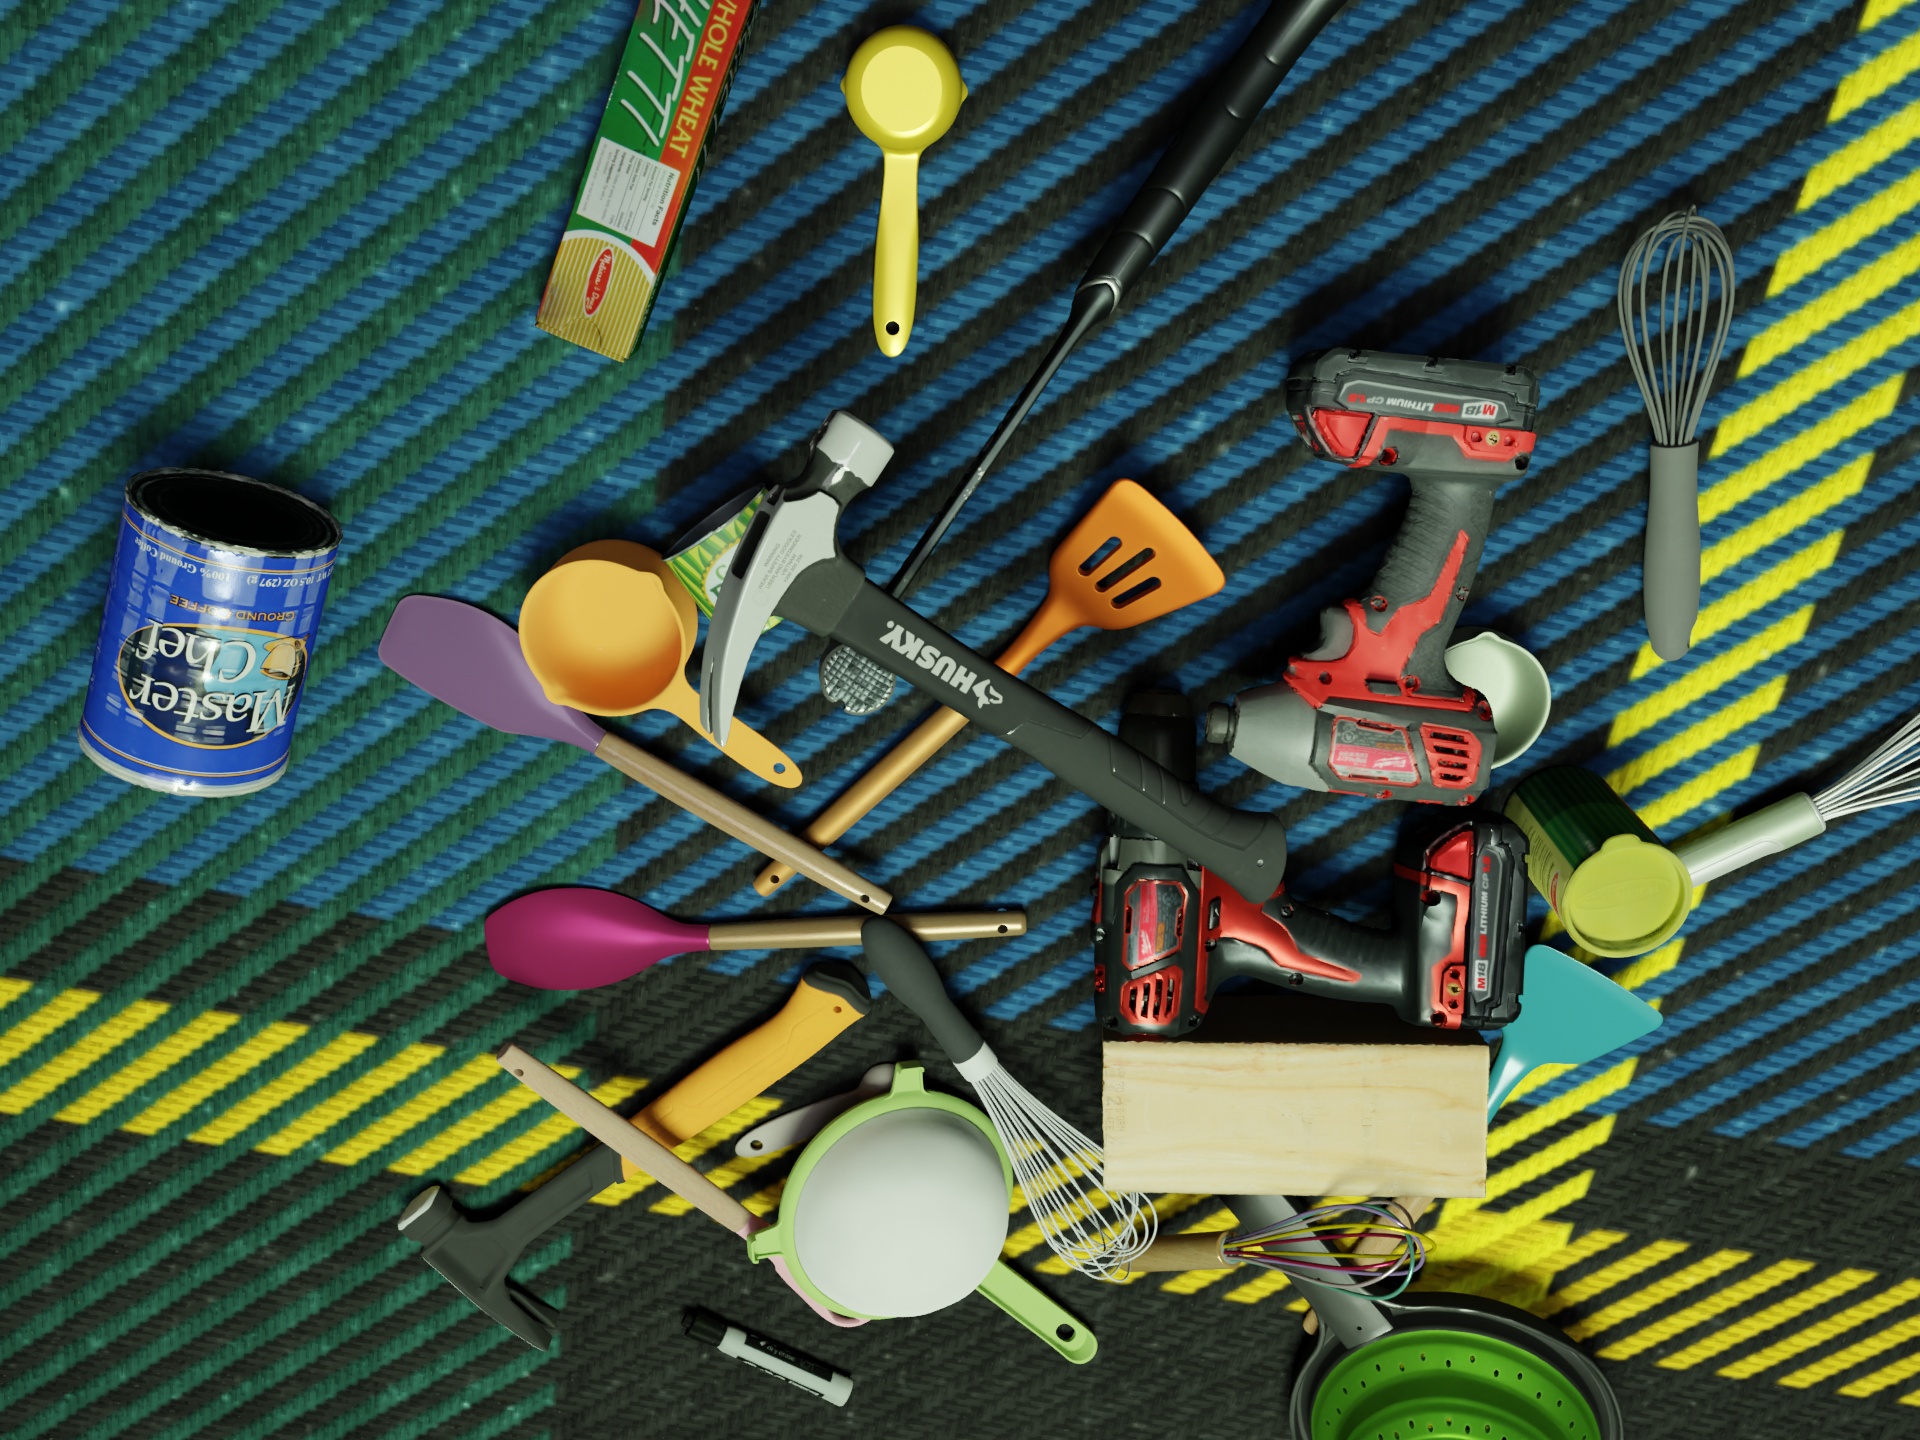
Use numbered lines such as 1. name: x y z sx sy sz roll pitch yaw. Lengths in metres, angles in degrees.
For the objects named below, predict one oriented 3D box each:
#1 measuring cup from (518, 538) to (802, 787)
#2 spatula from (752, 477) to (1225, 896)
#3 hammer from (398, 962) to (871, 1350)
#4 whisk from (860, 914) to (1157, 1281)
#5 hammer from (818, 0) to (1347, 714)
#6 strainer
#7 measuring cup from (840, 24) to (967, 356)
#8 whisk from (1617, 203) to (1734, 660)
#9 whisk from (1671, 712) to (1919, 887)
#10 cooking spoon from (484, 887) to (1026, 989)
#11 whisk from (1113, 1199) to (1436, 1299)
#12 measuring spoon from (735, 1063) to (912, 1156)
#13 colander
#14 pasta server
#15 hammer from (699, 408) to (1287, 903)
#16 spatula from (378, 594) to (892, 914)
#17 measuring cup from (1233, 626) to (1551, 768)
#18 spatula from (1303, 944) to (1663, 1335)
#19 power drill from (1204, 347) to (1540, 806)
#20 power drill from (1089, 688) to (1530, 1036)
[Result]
1. measuring cup: -0.151 -0.027 0.854 0.173 0.052 0.095 38 112 -16
2. spatula: -0.001 -0.003 0.868 0.322 0.041 0.081 -42 105 16
3. hammer: -0.184 0.259 0.975 0.337 0.034 0.127 -37 105 14
4. whisk: 0.026 0.223 0.940 0.070 0.070 0.284 -31 107 12
5. hammer: 0.055 -0.186 0.767 0.036 0.149 0.409 34 99 -12
6. strainer: 0.007 0.335 0.964 0.256 0.069 0.151 44 85 -23
7. measuring cup: -0.030 -0.255 0.775 0.062 0.029 0.156 3 109 0
8. whisk: 0.363 -0.139 0.808 0.055 0.055 0.238 -9 114 4
9. whisk: 0.479 0.047 0.879 0.246 0.059 0.057 -29 136 15
10. cooking spoon: -0.121 0.125 0.930 0.319 0.017 0.068 -3 112 2
11. whisk: 0.174 0.308 0.919 0.047 0.245 0.051 -1 73 -36
12. measuring spoon: -0.084 0.246 0.976 0.124 0.018 0.034 -25 109 10
13. colander: 0.252 0.401 0.966 0.204 0.094 0.397 -36 99 24
14. pasta server: -0.151 0.280 0.953 0.060 0.040 0.316 -41 114 12
15. hammer: 0.033 0.007 0.741 0.334 0.035 0.146 32 92 -29
16. spatula: -0.176 0.023 0.882 0.316 0.018 0.059 31 108 -4
17. measuring cup: 0.230 -0.015 0.863 0.167 0.038 0.083 1 111 3
18. spatula: 0.295 0.268 0.966 0.082 0.044 0.317 31 111 6
19. power drill: 0.204 -0.070 0.796 0.143 0.078 0.219 6 100 2
20. power drill: 0.184 0.080 0.868 0.226 0.080 0.188 2 90 0
